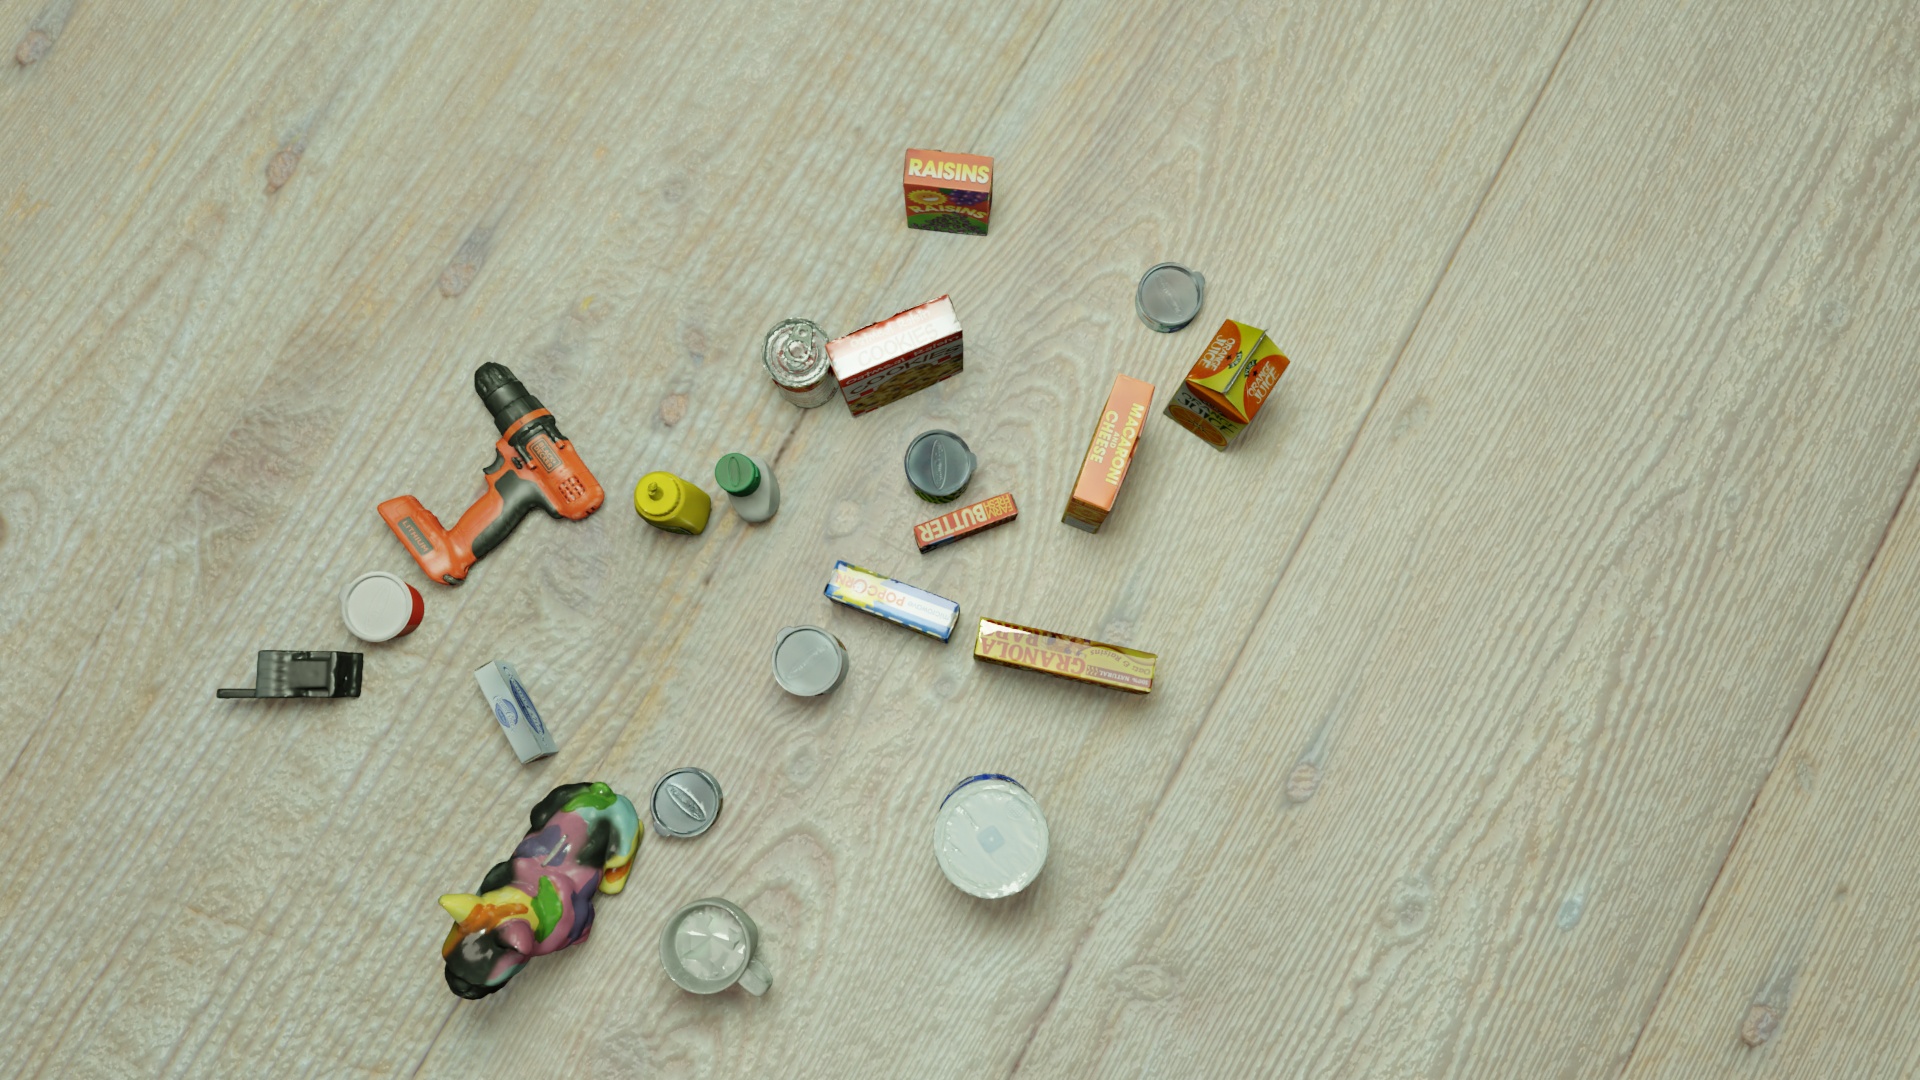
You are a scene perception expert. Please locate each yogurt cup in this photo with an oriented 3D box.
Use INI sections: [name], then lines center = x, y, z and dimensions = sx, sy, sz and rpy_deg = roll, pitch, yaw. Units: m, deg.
[yogurt cup]
center = -0.560, 0.066, 1.355
dimensions = 0.072, 0.054, 0.072
rpy_deg = 0, 83, 0

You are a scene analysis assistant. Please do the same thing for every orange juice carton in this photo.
[orange juice carton]
center = 0.253, -0.148, 1.313
dimensions = 0.073, 0.192, 0.072
rpy_deg = 35, 85, 4

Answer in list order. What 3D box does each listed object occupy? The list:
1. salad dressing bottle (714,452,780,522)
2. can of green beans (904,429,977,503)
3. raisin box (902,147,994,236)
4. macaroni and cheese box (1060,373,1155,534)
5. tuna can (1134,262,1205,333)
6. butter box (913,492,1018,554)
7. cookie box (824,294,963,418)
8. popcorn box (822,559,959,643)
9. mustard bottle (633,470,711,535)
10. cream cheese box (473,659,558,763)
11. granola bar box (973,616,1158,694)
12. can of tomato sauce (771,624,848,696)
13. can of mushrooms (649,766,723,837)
[salad dressing bottle]
center = -0.203, -0.054, 1.323
dimensions = 0.044, 0.147, 0.064
rpy_deg = -7, 83, -1
[can of green beans]
center = -0.021, -0.072, 1.371
dimensions = 0.071, 0.057, 0.071
rpy_deg = 0, 83, 0
[raisin box]
center = -0.011, -0.344, 1.373
dimensions = 0.086, 0.123, 0.040
rpy_deg = 7, 83, 1
[macaroni and cheese box]
center = 0.139, -0.079, 1.317
dimensions = 0.040, 0.166, 0.124
rpy_deg = 20, 84, 3
[tuna can]
center = 0.213, -0.247, 1.406
dimensions = 0.071, 0.033, 0.071
rpy_deg = 0, 83, 0
[butter box]
center = 0.005, -0.017, 1.366
dimensions = 0.103, 0.053, 0.024
rpy_deg = -20, 84, -2
[cookie box]
center = -0.060, -0.174, 1.329
dimensions = 0.123, 0.167, 0.040
rpy_deg = -23, 84, -3
[popcorn box]
center = -0.064, 0.060, 1.340
dimensions = 0.127, 0.085, 0.038
rpy_deg = 20, 84, 3
[mustard bottle]
center = -0.279, -0.037, 1.315
dimensions = 0.065, 0.160, 0.049
rpy_deg = 13, 83, 2
[cream cheese box]
center = -0.429, 0.166, 1.342
dimensions = 0.024, 0.053, 0.104
rpy_deg = -30, 84, -3
[granola bar box]
center = 0.095, 0.111, 1.313
dimensions = 0.166, 0.124, 0.039
rpy_deg = 12, 83, 2
[can of tomato sauce]
center = -0.145, 0.115, 1.334
dimensions = 0.071, 0.083, 0.071
rpy_deg = 0, 83, 0
[can of mushrooms]
center = -0.265, 0.254, 1.341
dimensions = 0.071, 0.033, 0.071
rpy_deg = 0, 83, 0
